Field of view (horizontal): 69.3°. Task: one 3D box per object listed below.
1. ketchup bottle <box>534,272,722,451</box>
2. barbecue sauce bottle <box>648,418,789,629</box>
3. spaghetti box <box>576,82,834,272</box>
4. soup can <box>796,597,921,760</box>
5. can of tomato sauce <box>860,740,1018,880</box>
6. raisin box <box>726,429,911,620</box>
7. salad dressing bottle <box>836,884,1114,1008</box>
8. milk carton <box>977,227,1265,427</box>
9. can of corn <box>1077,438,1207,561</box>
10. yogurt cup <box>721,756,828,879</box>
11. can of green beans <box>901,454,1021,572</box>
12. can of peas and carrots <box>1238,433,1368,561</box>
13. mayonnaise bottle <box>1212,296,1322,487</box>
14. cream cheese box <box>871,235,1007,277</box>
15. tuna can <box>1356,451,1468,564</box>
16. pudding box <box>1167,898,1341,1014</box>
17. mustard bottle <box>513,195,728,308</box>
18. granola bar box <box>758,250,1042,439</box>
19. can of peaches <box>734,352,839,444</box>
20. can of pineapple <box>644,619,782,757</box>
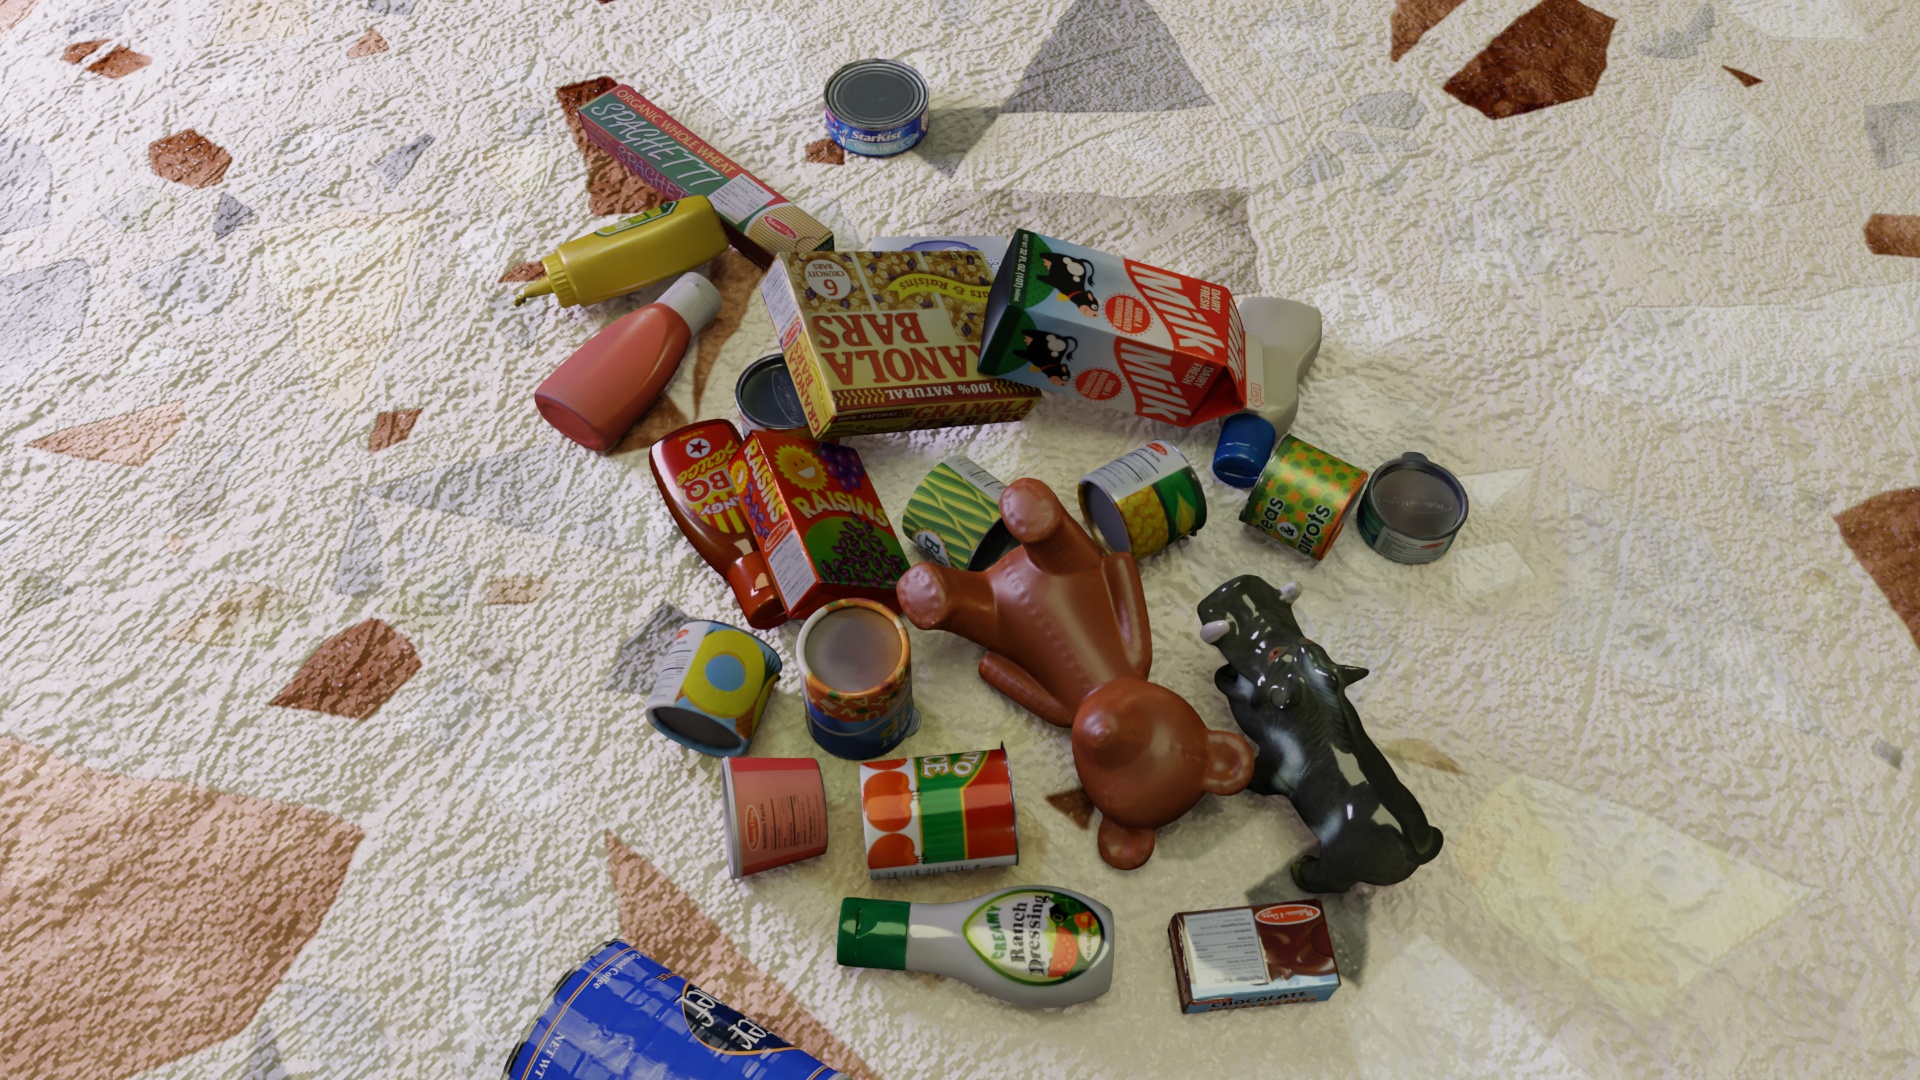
[{"bbox_3d":[-0.227,-0.131,0.978,0.065,0.043,0.149,29,61,16],"label":"ketchup bottle"},{"bbox_3d":[-0.148,-0.010,0.900,0.065,0.043,0.149,-22,60,-16],"label":"barbecue sauce bottle"},{"bbox_3d":[-0.201,-0.281,1.086,0.250,0.028,0.050,38,64,21],"label":"spaghetti box"},{"bbox_3d":[-0.058,0.082,0.817,0.071,0.083,0.072,1,57,-1],"label":"soup can"},{"bbox_3d":[-0.013,0.152,0.782,0.083,0.070,0.071,-5,57,-4],"label":"can of tomato sauce"},{"bbox_3d":[-0.087,-0.009,0.878,0.086,0.040,0.124,7,46,-44],"label":"raisin box"},{"bbox_3d":[0.008,0.217,0.753,0.148,0.043,0.064,3,56,1],"label":"salad dressing bottle"},{"bbox_3d":[0.115,-0.136,0.929,0.191,0.073,0.073,14,56,-9],"label":"milk carton"},{"bbox_3d":[0.118,-0.022,0.902,0.058,0.070,0.071,-27,61,-16],"label":"can of corn"},{"bbox_3d":[-0.105,0.153,0.783,0.054,0.072,0.073,-5,57,-14],"label":"yogurt cup"},{"bbox_3d":[0.005,-0.013,0.891,0.058,0.071,0.071,37,64,21],"label":"can of green beans"},{"bbox_3d":[0.223,-0.026,0.904,0.059,0.070,0.071,29,61,16],"label":"can of peas and carrots"},{"bbox_3d":[0.209,-0.105,0.971,0.065,0.041,0.149,12,58,15],"label":"mayonnaise bottle"},{"bbox_3d":[-0.016,-0.202,1.040,0.104,0.024,0.053,-1,56,-2],"label":"cream cheese box"},{"bbox_3d":[0.299,-0.022,0.922,0.071,0.032,0.071,1,57,-1],"label":"tuna can"},{"bbox_3d":[0.159,0.227,0.758,0.084,0.030,0.050,-5,56,-4],"label":"pudding box"},{"bbox_3d":[-0.252,-0.205,1.016,0.160,0.048,0.065,-24,25,-12],"label":"mustard bottle"},{"bbox_3d":[-0.038,-0.136,0.937,0.166,0.039,0.124,-8,68,-34],"label":"granola bar box"},{"bbox_3d":[-0.114,-0.084,0.941,0.071,0.057,0.071,1,56,-1],"label":"can of peaches"},{"bbox_3d":[-0.144,0.089,0.823,0.071,0.070,0.058,14,58,8],"label":"can of pineapple"}]
